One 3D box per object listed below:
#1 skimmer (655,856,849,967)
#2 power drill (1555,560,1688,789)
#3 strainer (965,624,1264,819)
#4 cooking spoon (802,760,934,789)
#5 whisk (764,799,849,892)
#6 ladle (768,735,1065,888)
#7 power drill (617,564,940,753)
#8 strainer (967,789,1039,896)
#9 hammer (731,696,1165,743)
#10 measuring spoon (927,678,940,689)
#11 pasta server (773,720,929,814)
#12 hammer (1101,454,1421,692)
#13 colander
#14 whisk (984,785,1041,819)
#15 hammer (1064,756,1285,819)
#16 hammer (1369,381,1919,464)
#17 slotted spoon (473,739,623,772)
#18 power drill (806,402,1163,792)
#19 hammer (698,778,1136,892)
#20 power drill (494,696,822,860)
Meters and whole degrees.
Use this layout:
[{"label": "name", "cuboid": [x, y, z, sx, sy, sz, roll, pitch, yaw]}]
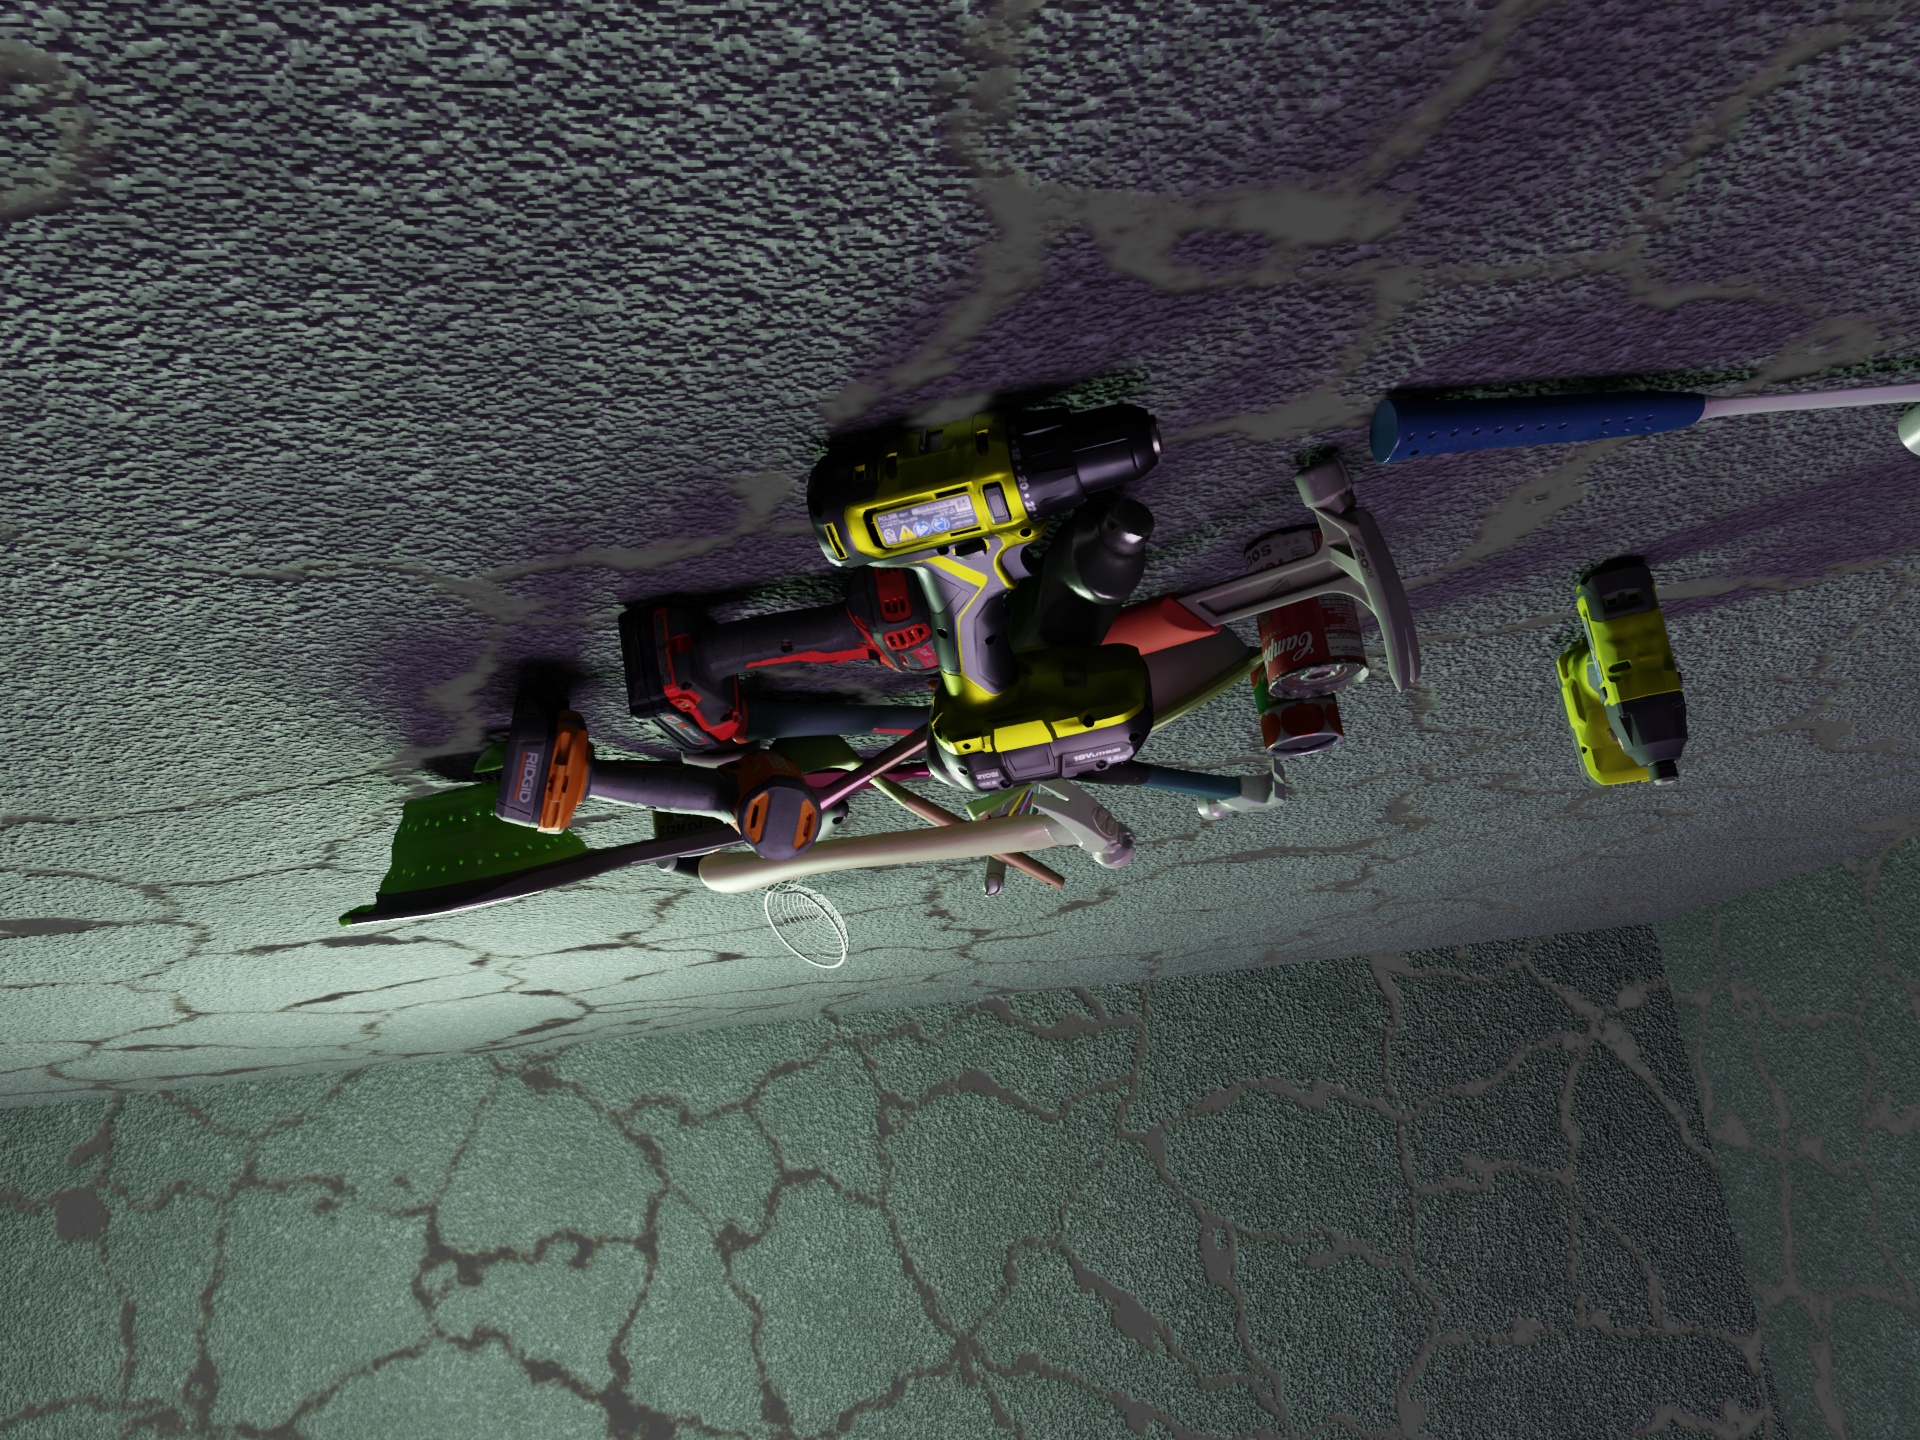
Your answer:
[{"label": "skimmer", "cuboid": [-0.248, 0.221, 1.852, 0.127, 0.090, 0.363, 19, 175, 30]}, {"label": "power drill", "cuboid": [0.545, -0.019, 1.304, 0.080, 0.171, 0.223, -13, 166, 15]}, {"label": "strainer", "cuboid": [0.104, -0.014, 1.189, 0.256, 0.069, 0.151, -29, -177, -13]}, {"label": "cooking spoon", "cuboid": [-0.005, 0.043, 1.506, 0.319, 0.017, 0.068, -5, 164, -7]}, {"label": "whisk", "cuboid": [-0.164, 0.132, 1.678, 0.055, 0.055, 0.239, 1, 157, -26]}, {"label": "ladle", "cuboid": [-0.033, 0.090, 1.401, 0.320, 0.062, 0.078, 31, 158, -27]}, {"label": "power drill", "cuboid": [-0.106, -0.047, 1.077, 0.219, 0.079, 0.143, -14, 163, 9]}, {"label": "strainer", "cuboid": [0.040, 0.109, 1.549, 0.087, 0.050, 0.259, -15, -161, 10]}, {"label": "hammer", "cuboid": [-0.002, -0.004, 1.321, 0.386, 0.038, 0.143, 1, 160, -28]}, {"label": "measuring spoon", "cuboid": [0.029, -0.032, 1.286, 0.117, 0.021, 0.011, -1, 119, -19]}, {"label": "pasta server", "cuboid": [-0.052, 0.020, 1.273, 0.316, 0.040, 0.060, -31, 143, 17]}, {"label": "hammer", "cuboid": [0.134, -0.056, 1.088, 0.359, 0.149, 0.037, -16, -171, 44]}, {"label": "colander", "cuboid": [-0.326, 0.086, 1.354, 0.397, 0.094, 0.204, -11, -178, -10]}, {"label": "whisk", "cuboid": [0.063, 0.050, 1.400, 0.047, 0.051, 0.244, -25, 163, -23]}, {"label": "hammer", "cuboid": [0.136, 0.043, 1.310, 0.330, 0.033, 0.128, 10, 164, -33]}, {"label": "hammer", "cuboid": [0.442, -0.187, 0.932, 0.405, 0.035, 0.144, -6, 163, -8]}, {"label": "slotted spoon", "cuboid": [-0.282, 0.044, 1.371, 0.070, 0.031, 0.313, -10, 167, 35]}, {"label": "power drill", "cuboid": [0.037, -0.074, 0.912, 0.190, 0.080, 0.228, -12, 130, 12]}, {"label": "hammer", "cuboid": [-0.065, 0.106, 1.360, 0.411, 0.038, 0.146, -10, 152, 31]}, {"label": "power drill", "cuboid": [-0.225, 0.043, 1.190, 0.226, 0.084, 0.164, 11, -172, -15]}]
